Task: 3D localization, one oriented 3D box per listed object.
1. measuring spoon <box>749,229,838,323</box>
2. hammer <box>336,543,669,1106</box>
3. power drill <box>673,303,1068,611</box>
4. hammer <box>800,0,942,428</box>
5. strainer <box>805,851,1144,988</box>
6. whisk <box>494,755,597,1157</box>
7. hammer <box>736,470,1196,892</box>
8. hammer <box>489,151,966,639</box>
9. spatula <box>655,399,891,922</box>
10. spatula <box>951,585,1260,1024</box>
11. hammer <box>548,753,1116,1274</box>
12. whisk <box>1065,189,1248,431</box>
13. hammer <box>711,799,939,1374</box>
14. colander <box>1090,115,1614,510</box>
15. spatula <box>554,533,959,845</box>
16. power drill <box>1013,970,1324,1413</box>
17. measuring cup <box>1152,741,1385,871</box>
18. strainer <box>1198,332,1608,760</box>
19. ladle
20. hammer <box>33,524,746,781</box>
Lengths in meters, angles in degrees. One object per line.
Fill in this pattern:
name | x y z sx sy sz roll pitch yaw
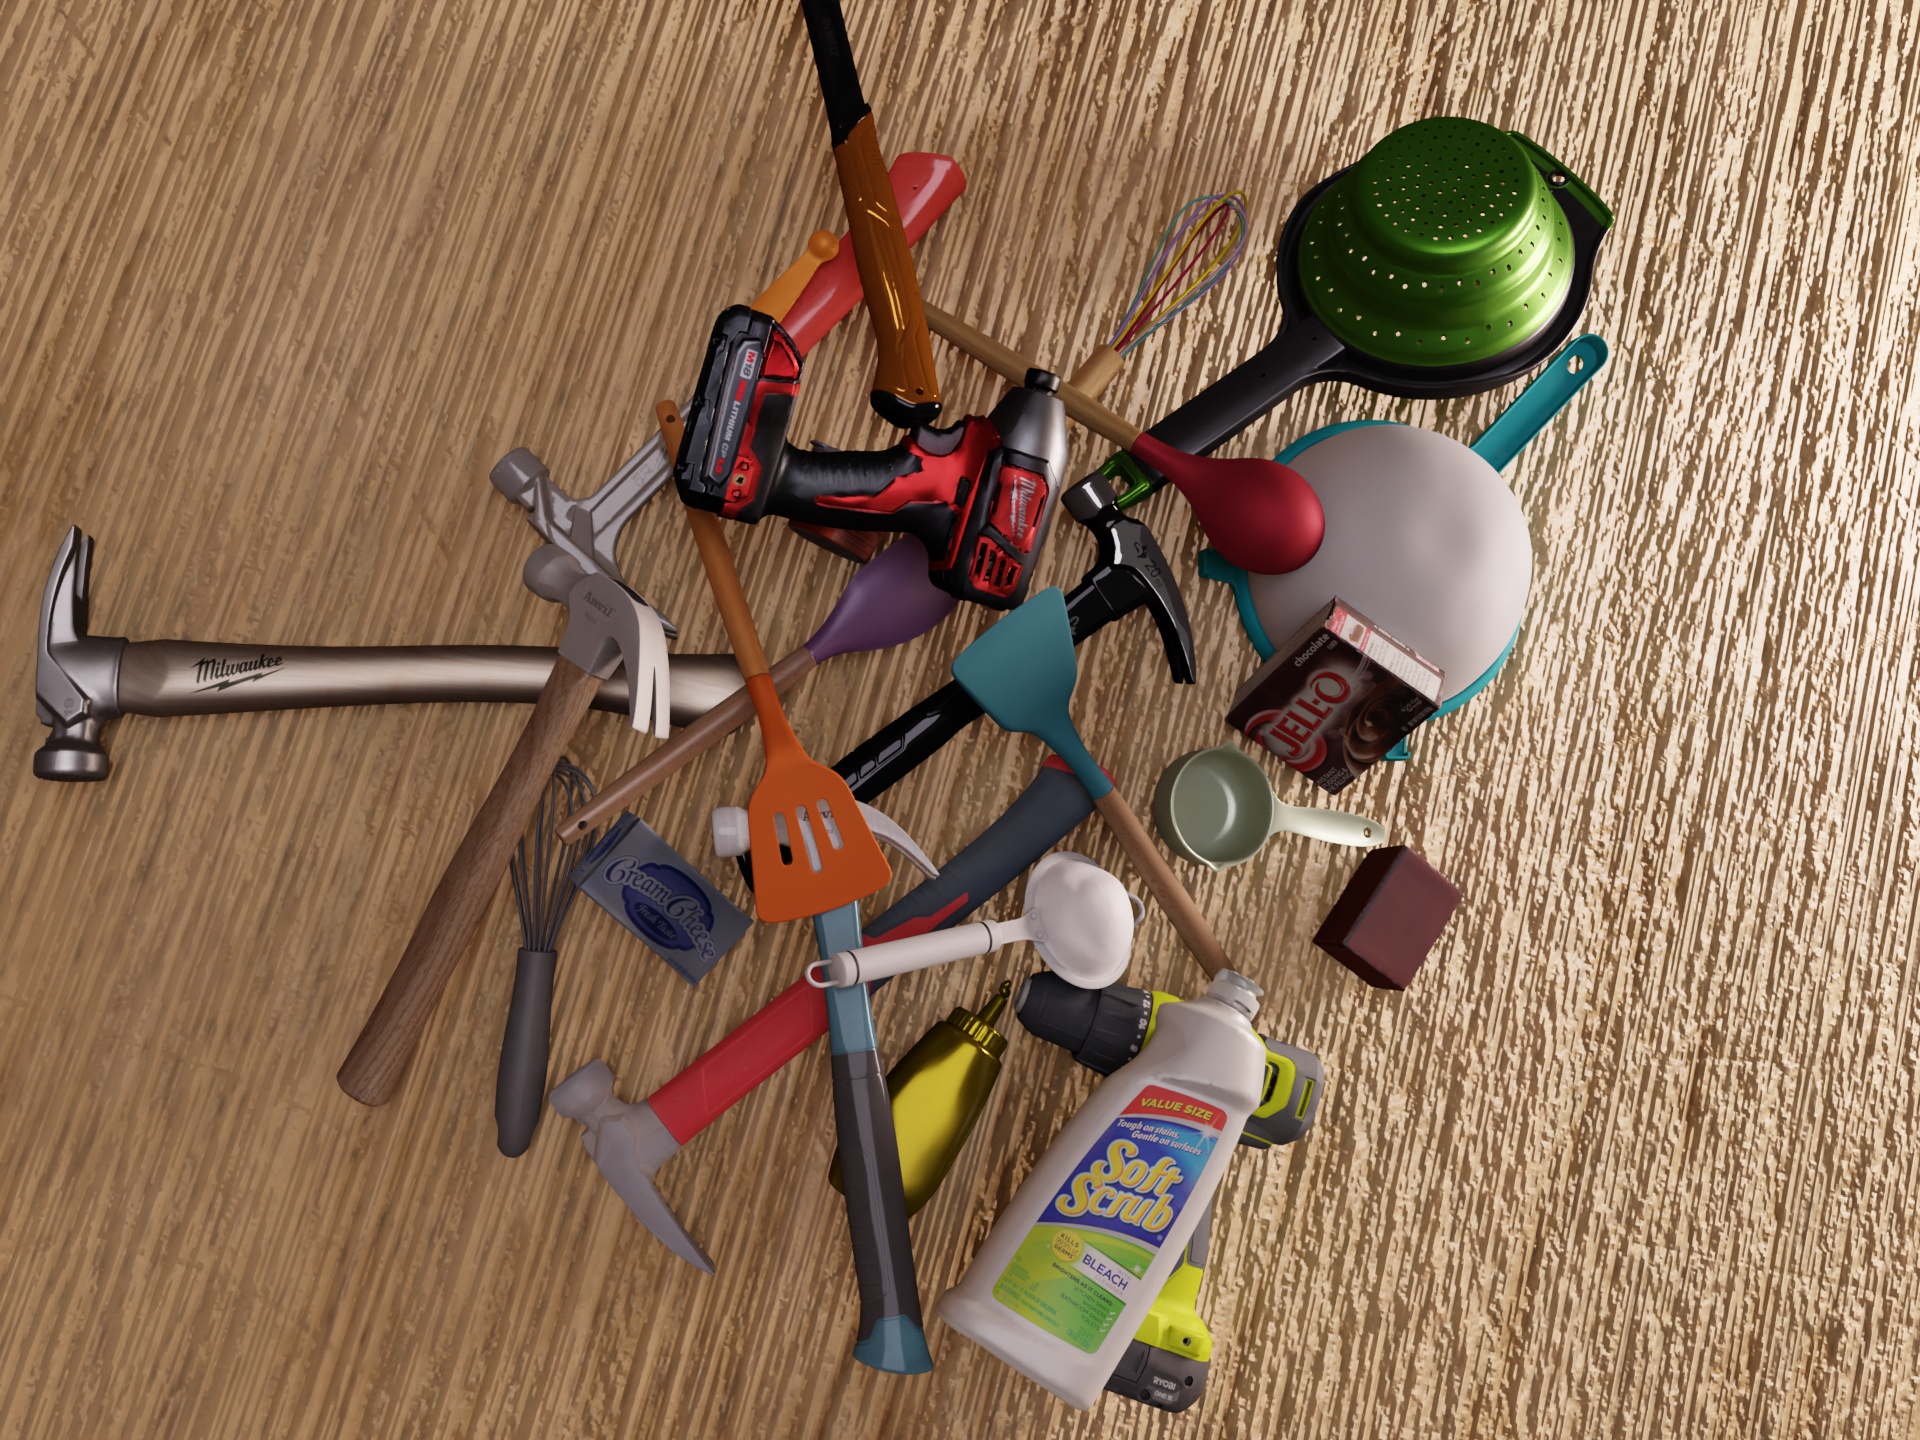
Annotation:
measuring spoon | -0.115 -0.261 0.987 0.021 0.011 0.117 38 79 -3
hammer | -0.264 0.071 0.900 0.130 0.031 0.331 31 95 31
power drill | -0.046 -0.158 0.920 0.219 0.079 0.143 16 99 -14
hammer | -0.055 -0.346 0.991 0.127 0.034 0.337 -10 83 -20
strainer | 0.023 0.125 0.926 0.258 0.050 0.087 -8 73 -35
whisk | -0.251 0.136 0.937 0.055 0.055 0.239 7 86 -9
hammer | -0.002 -0.003 0.995 0.335 0.035 0.146 -37 99 -10
hammer | -0.118 -0.223 1.007 0.149 0.036 0.359 43 78 -3
spatula | -0.127 -0.043 0.936 0.081 0.041 0.323 -17 75 -11
spatula | 0.104 0.067 0.974 0.082 0.044 0.317 -38 104 -12
hammer | -0.050 0.161 0.970 0.386 0.038 0.143 -37 92 -12
whisk | 0.112 -0.259 1.050 0.051 0.047 0.245 41 81 -4
hammer | -0.061 0.205 0.918 0.128 0.033 0.331 -7 80 -9
colander | 0.242 -0.270 1.022 0.397 0.094 0.205 -35 67 -4
spatula | -0.110 -0.023 0.960 0.316 0.018 0.059 -37 110 -20
power drill | 0.098 0.275 0.964 0.190 0.080 0.228 21 78 -2
measuring cup | 0.199 0.063 1.033 0.167 0.038 0.083 11 82 -23
strainer | 0.335 -0.150 1.047 0.211 0.095 0.340 45 79 -2
ladle | 0.091 -0.191 1.010 0.315 0.031 0.069 33 92 11
hammer | -0.324 -0.036 0.948 0.410 0.038 0.146 0 82 -10
